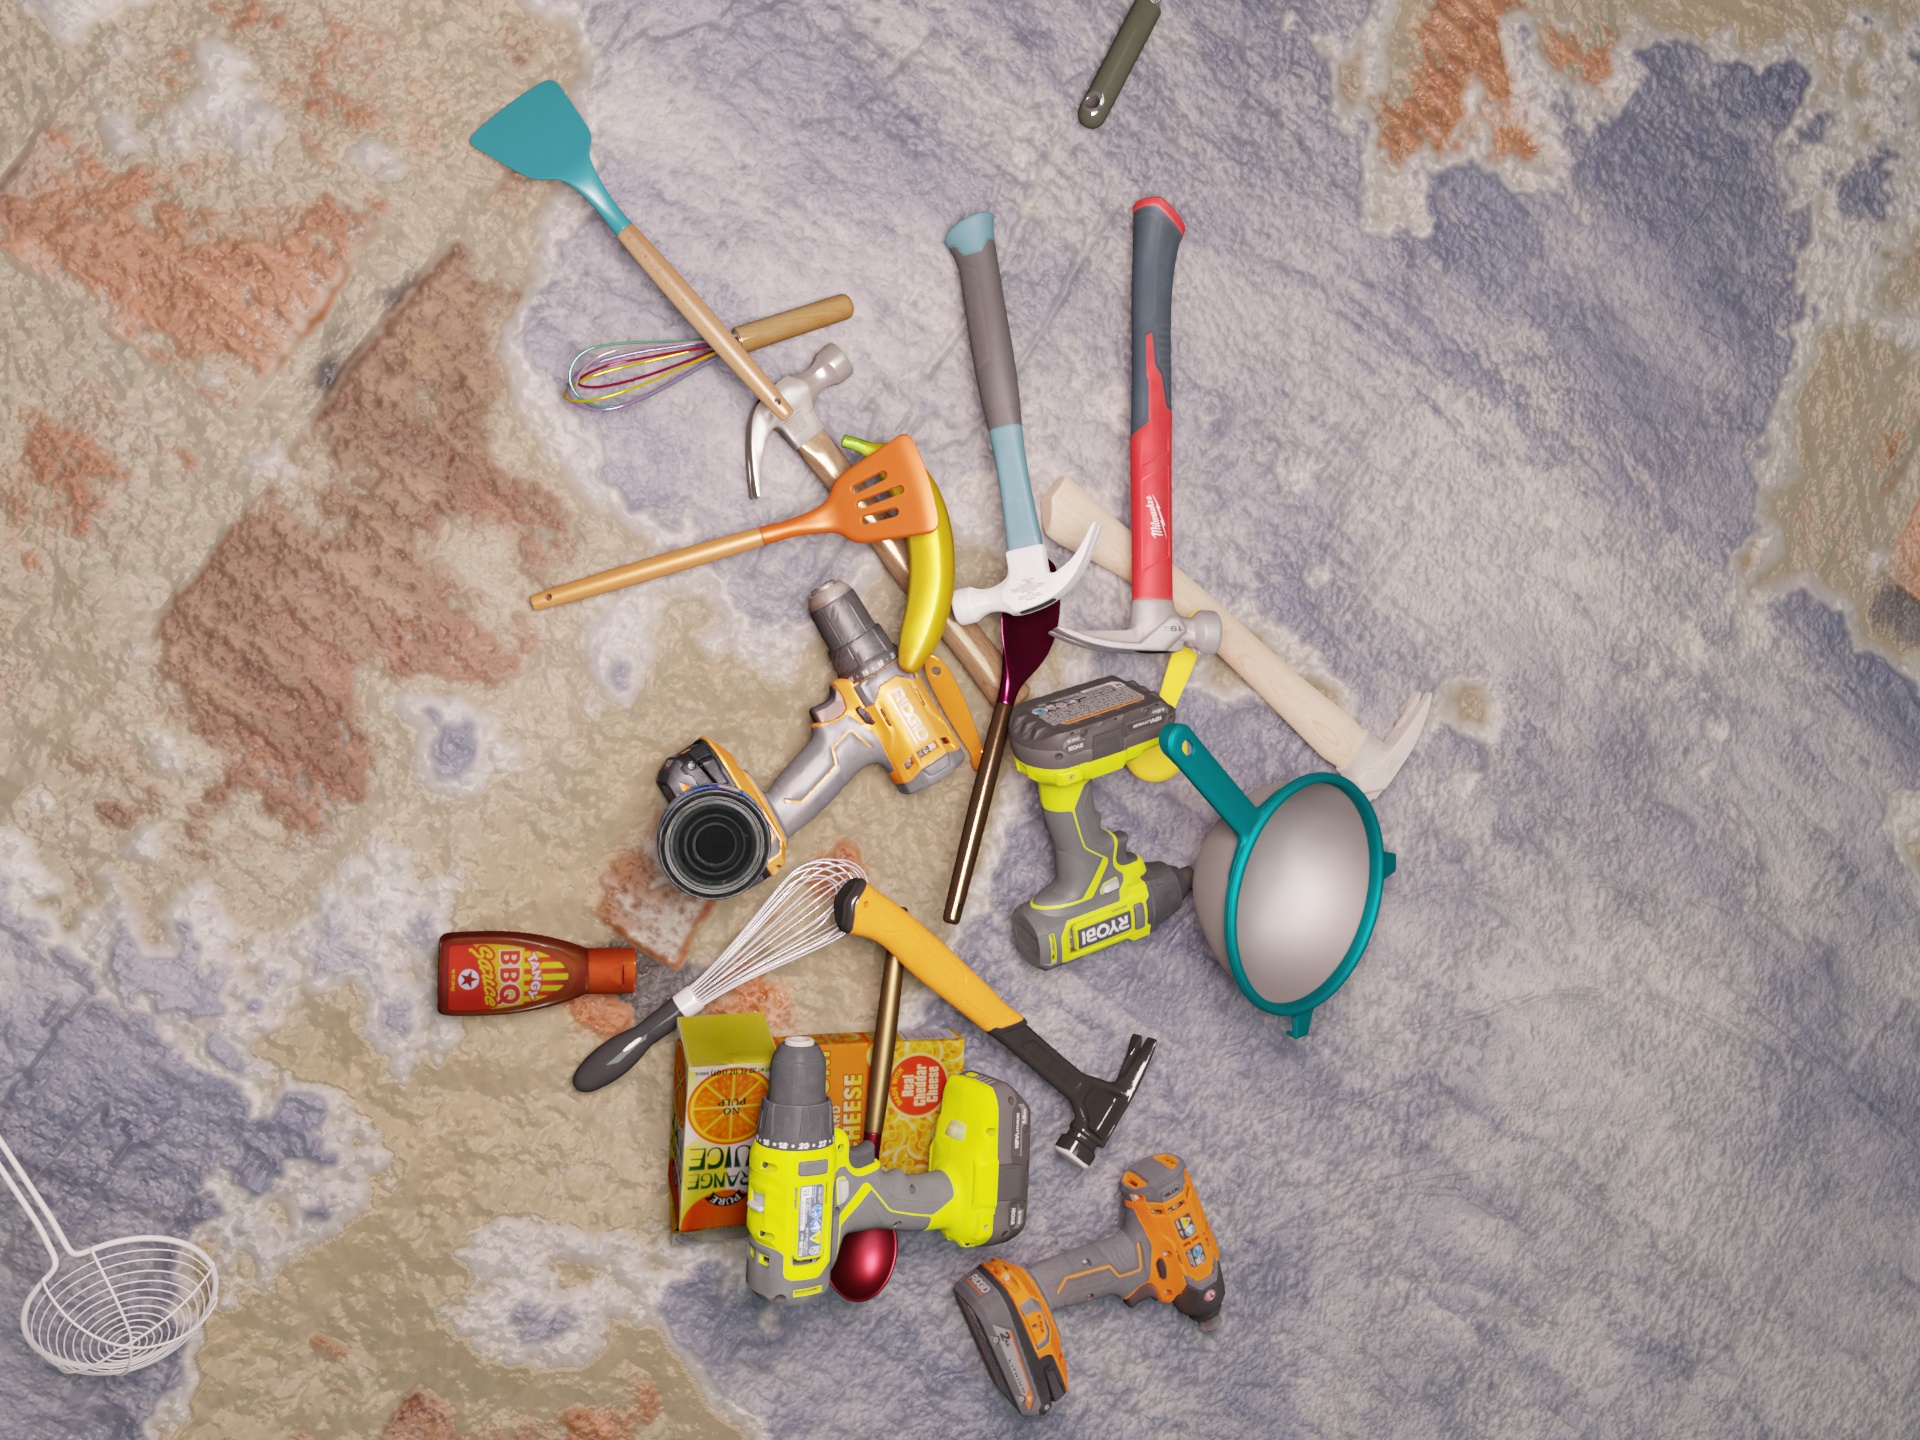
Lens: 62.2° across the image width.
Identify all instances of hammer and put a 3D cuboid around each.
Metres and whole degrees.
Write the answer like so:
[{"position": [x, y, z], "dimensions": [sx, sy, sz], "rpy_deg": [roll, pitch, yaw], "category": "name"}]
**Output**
[{"position": [0.240, -0.081, 1.399], "dimensions": [0.410, 0.038, 0.146], "rpy_deg": [38, 81, -15], "category": "hammer"}, {"position": [0.033, -0.251, 1.296], "dimensions": [0.128, 0.033, 0.331], "rpy_deg": [-10, 85, 13], "category": "hammer"}, {"position": [0.145, -0.249, 1.333], "dimensions": [0.143, 0.038, 0.386], "rpy_deg": [1, 84, -11], "category": "hammer"}, {"position": [0.026, 0.232, 1.315], "dimensions": [0.336, 0.034, 0.127], "rpy_deg": [43, 70, -24], "category": "hammer"}, {"position": [-0.055, -0.138, 1.309], "dimensions": [0.130, 0.031, 0.331], "rpy_deg": [-41, 104, -11], "category": "hammer"}]

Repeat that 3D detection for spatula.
[{"position": [-0.179, -0.139, 1.241], "dimensions": [0.322, 0.041, 0.081], "rpy_deg": [-17, 89, -4], "category": "spatula"}, {"position": [-0.239, -0.353, 1.219], "dimensions": [0.082, 0.044, 0.317], "rpy_deg": [-43, 99, -13], "category": "spatula"}]

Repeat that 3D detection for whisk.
[{"position": [0.162, -0.610, 1.343], "dimensions": [0.058, 0.059, 0.246], "rpy_deg": [27, 89, 20], "category": "whisk"}, {"position": [-0.192, 0.207, 1.278], "dimensions": [0.284, 0.070, 0.070], "rpy_deg": [-37, 103, -7], "category": "whisk"}, {"position": [-0.198, -0.295, 1.255], "dimensions": [0.245, 0.047, 0.051], "rpy_deg": [-23, 98, -19], "category": "whisk"}]

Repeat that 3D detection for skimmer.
[{"position": [-0.678, 0.314, 1.150], "dimensions": [0.127, 0.090, 0.363], "rpy_deg": [-33, 92, -10], "category": "skimmer"}]

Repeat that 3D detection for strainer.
[{"position": [0.233, 0.104, 1.344], "dimensions": [0.340, 0.095, 0.211], "rpy_deg": [46, 68, -35], "category": "strainer"}]

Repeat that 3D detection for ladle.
[{"position": [-0.068, 0.308, 1.291], "dimensions": [0.069, 0.031, 0.315], "rpy_deg": [9, 87, -32], "category": "ladle"}]

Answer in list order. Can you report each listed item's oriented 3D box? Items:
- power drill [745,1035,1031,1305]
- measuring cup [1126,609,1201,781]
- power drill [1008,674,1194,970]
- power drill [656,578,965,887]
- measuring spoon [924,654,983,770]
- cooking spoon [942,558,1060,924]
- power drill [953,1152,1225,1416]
[{"position": [-0.059, 0.337, 1.236], "dimensions": [0.228, 0.080, 0.190], "rpy_deg": [3, 90, -35], "category": "power drill"}, {"position": [0.183, -0.019, 1.365], "dimensions": [0.062, 0.029, 0.156], "rpy_deg": [15, 107, -8], "category": "measuring cup"}, {"position": [0.121, 0.084, 1.331], "dimensions": [0.171, 0.080, 0.223], "rpy_deg": [-17, 116, -23], "category": "power drill"}, {"position": [-0.130, 0.011, 1.273], "dimensions": [0.226, 0.084, 0.185], "rpy_deg": [-32, 99, -17], "category": "power drill"}, {"position": [-0.002, -0.004, 1.330], "dimensions": [0.021, 0.011, 0.116], "rpy_deg": [-22, 112, 11], "category": "measuring spoon"}, {"position": [0.030, 0.012, 1.308], "dimensions": [0.068, 0.017, 0.319], "rpy_deg": [25, 74, -40], "category": "cooking spoon"}, {"position": [0.125, 0.499, 1.377], "dimensions": [0.226, 0.084, 0.164], "rpy_deg": [-26, 101, -18], "category": "power drill"}]
